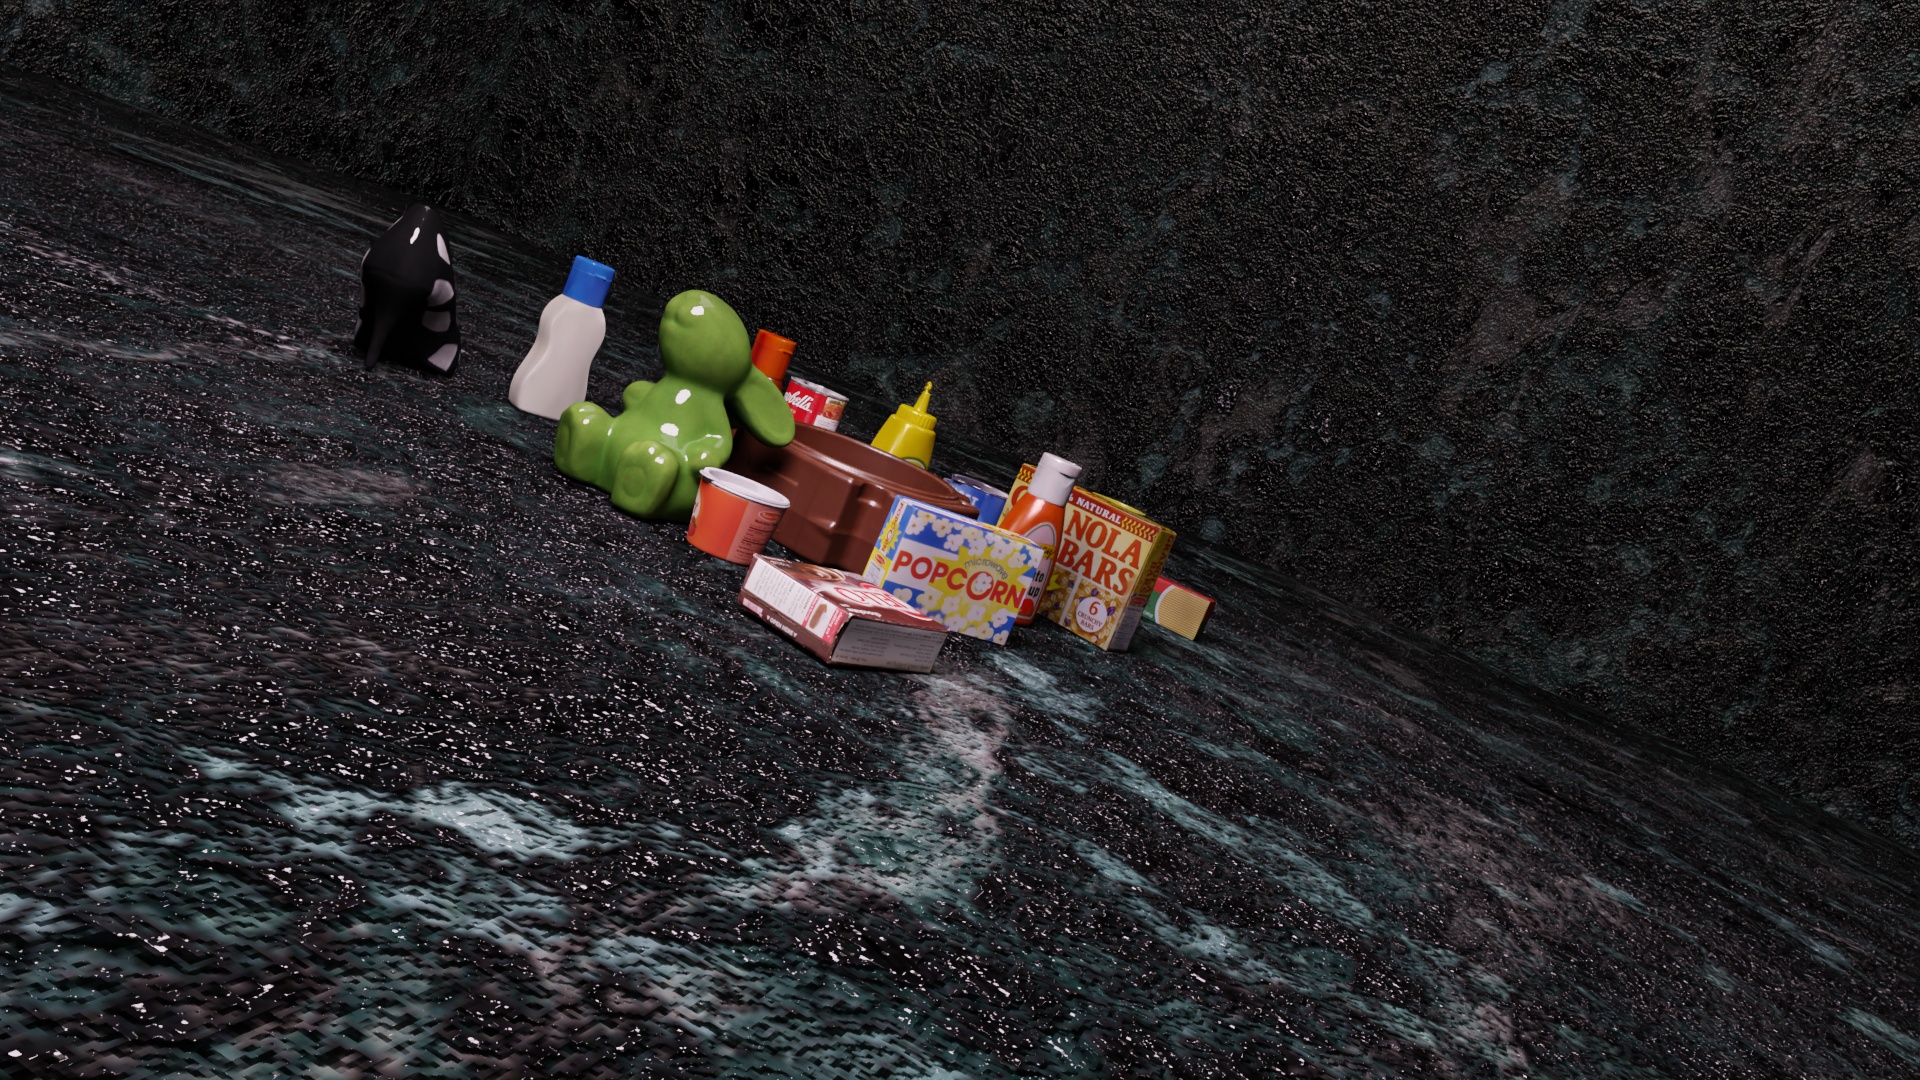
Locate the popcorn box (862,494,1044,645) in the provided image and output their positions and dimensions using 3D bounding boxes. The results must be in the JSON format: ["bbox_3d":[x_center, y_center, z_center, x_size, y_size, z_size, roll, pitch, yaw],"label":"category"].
[{"bbox_3d":[-0.007,0.024,1.077,0.127,0.085,0.038,18,9,-31],"label":"popcorn box"}]

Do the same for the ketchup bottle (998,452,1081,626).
[{"bbox_3d":[0.060,-0.002,1.208,0.065,0.148,0.043,19,8,-29],"label":"ketchup bottle"}]

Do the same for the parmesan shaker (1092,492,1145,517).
[{"bbox_3d":[0.167,0.003,1.648,0.071,0.103,0.071,22,7,-3],"label":"parmesan shaker"}]

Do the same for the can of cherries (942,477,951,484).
[{"bbox_3d":[-0.002,-0.032,1.574,0.071,0.058,0.071,22,7,-3],"label":"can of cherries"}]

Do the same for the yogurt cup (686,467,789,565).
[{"bbox_3d":[-0.166,-0.016,1.017,0.072,0.054,0.072,22,7,-3],"label":"yogurt cup"}]

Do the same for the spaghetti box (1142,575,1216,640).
[{"bbox_3d":[0.168,0.040,1.592,0.250,0.050,0.029,26,8,21],"label":"spaghetti box"}]

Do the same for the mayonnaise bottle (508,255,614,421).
[{"bbox_3d":[-0.357,-0.183,1.263,0.065,0.148,0.041,16,10,-43],"label":"mayonnaise bottle"}]

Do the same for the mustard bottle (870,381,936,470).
[{"bbox_3d":[-0.060,-0.082,1.366,0.065,0.160,0.049,15,10,-46],"label":"mustard bottle"}]

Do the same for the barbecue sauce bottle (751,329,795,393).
[{"bbox_3d":[-0.196,-0.121,1.292,0.044,0.148,0.065,28,9,35],"label":"barbecue sauce bottle"}]

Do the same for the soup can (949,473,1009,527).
[{"bbox_3d":[0.005,-0.018,1.398,0.071,0.083,0.071,22,7,-3],"label":"soup can"}]

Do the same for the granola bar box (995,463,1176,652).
[{"bbox_3d":[0.105,0.015,1.312,0.166,0.124,0.039,28,9,34],"label":"granola bar box"}]
